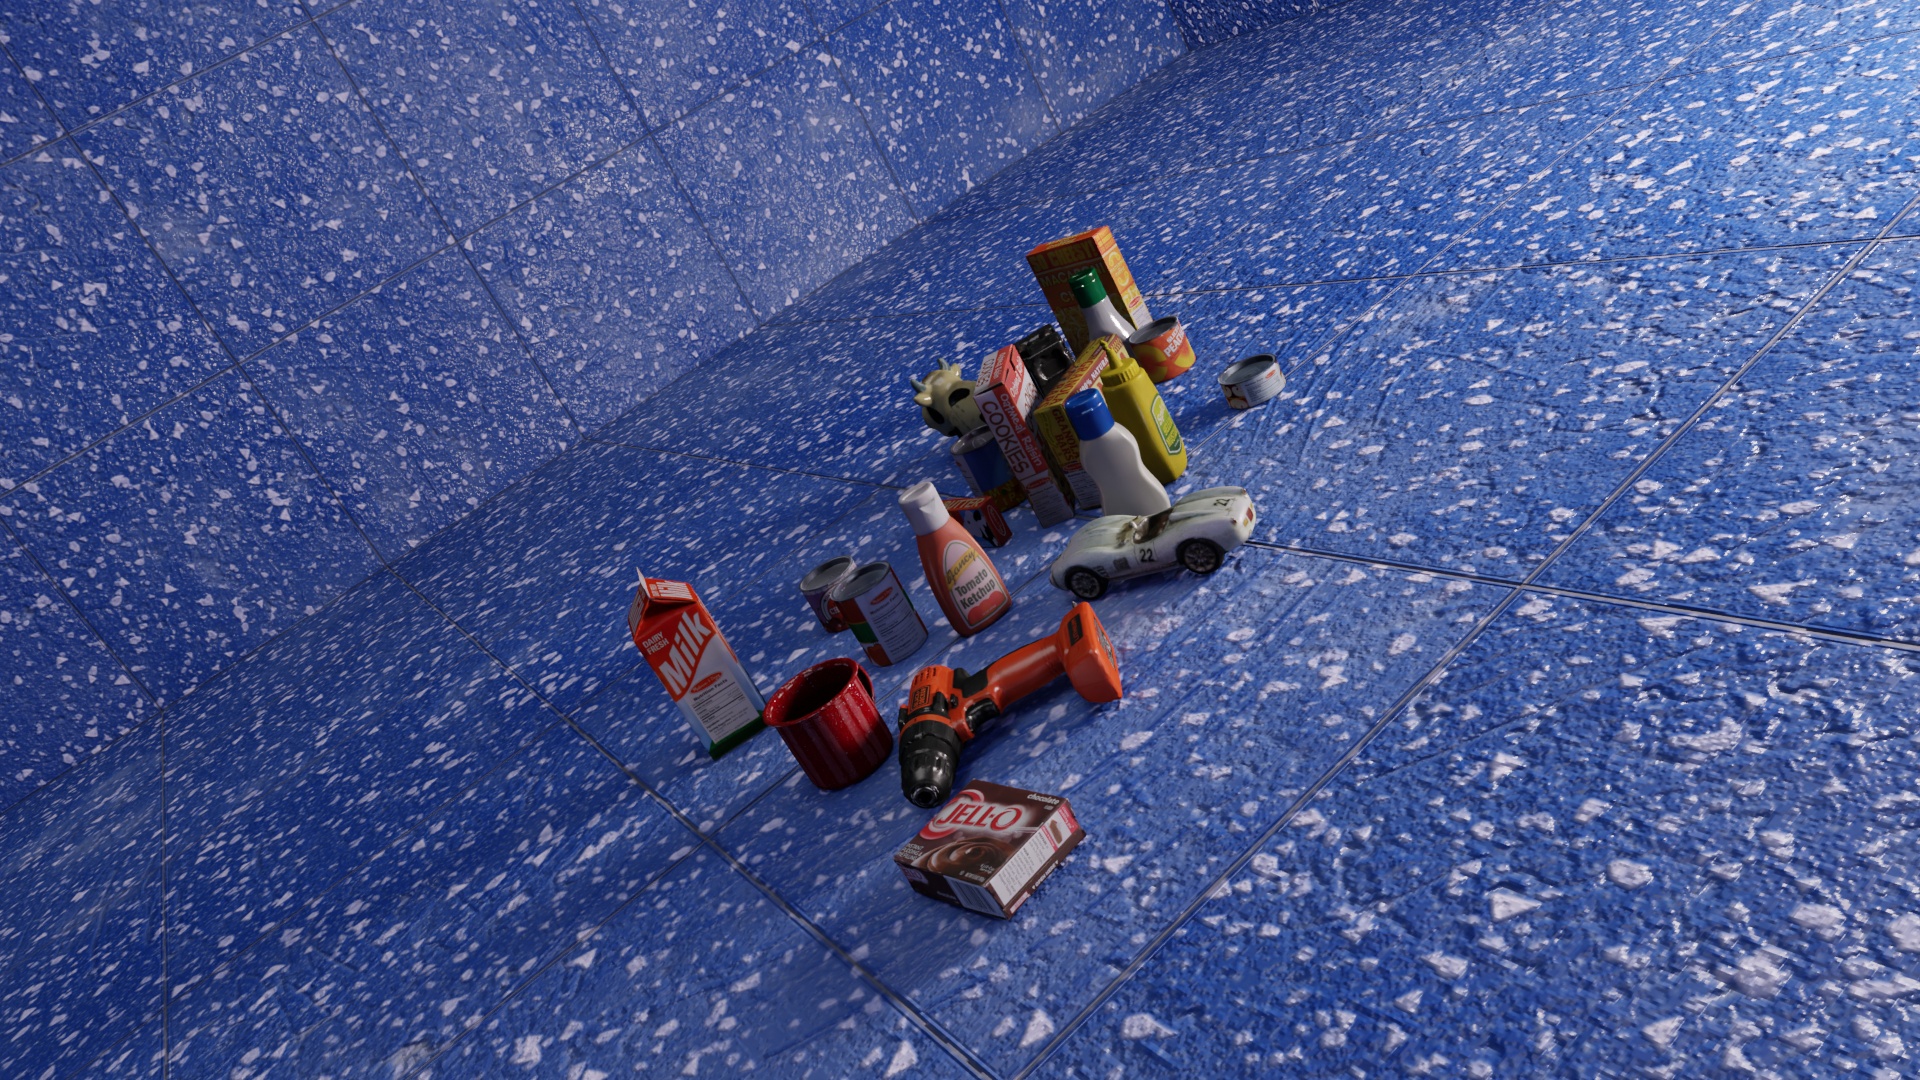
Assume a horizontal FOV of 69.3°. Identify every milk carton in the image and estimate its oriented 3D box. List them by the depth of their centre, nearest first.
[{"bbox_3d":[-0.264,0.112,1.359,0.073,0.190,0.072,-32,21,-9],"label":"milk carton"}]

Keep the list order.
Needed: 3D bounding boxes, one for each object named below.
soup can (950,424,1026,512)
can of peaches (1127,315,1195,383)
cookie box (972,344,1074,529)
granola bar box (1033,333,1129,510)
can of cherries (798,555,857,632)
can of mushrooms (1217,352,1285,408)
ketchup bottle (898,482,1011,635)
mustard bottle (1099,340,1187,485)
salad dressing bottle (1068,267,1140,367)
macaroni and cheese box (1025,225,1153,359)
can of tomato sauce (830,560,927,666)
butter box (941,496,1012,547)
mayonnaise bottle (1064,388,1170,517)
[{"bbox_3d":[0.039,-0.082,1.572,0.071,0.083,0.071,-25,21,10],"label":"soup can"},{"bbox_3d":[0.247,-0.232,1.689,0.071,0.058,0.071,-25,21,10],"label":"can of peaches"},{"bbox_3d":[0.072,-0.113,1.484,0.040,0.167,0.123,-23,22,17],"label":"cookie box"},{"bbox_3d":[0.150,-0.128,1.482,0.039,0.124,0.166,-13,26,36],"label":"granola bar box"},{"bbox_3d":[-0.131,0.059,1.498,0.071,0.058,0.072,-25,21,10],"label":"can of cherries"},{"bbox_3d":[0.315,-0.173,1.503,0.071,0.033,0.071,-25,21,10],"label":"can of mushrooms"},{"bbox_3d":[-0.010,0.015,1.319,0.065,0.148,0.043,-36,22,-18],"label":"ketchup bottle"},{"bbox_3d":[0.178,-0.132,1.405,0.048,0.159,0.066,-16,24,30],"label":"mustard bottle"},{"bbox_3d":[0.181,-0.266,1.724,0.064,0.147,0.044,-13,26,36],"label":"salad dressing bottle"},{"bbox_3d":[0.174,-0.325,1.841,0.123,0.166,0.040,-5,31,47],"label":"macaroni and cheese box"},{"bbox_3d":[-0.080,0.072,1.368,0.071,0.083,0.071,-25,21,10],"label":"can of tomato sauce"},{"bbox_3d":[0.005,-0.019,1.511,0.103,0.053,0.024,-2,34,50],"label":"butter box"},{"bbox_3d":[0.147,-0.075,1.329,0.064,0.147,0.041,-25,21,10],"label":"mayonnaise bottle"}]
